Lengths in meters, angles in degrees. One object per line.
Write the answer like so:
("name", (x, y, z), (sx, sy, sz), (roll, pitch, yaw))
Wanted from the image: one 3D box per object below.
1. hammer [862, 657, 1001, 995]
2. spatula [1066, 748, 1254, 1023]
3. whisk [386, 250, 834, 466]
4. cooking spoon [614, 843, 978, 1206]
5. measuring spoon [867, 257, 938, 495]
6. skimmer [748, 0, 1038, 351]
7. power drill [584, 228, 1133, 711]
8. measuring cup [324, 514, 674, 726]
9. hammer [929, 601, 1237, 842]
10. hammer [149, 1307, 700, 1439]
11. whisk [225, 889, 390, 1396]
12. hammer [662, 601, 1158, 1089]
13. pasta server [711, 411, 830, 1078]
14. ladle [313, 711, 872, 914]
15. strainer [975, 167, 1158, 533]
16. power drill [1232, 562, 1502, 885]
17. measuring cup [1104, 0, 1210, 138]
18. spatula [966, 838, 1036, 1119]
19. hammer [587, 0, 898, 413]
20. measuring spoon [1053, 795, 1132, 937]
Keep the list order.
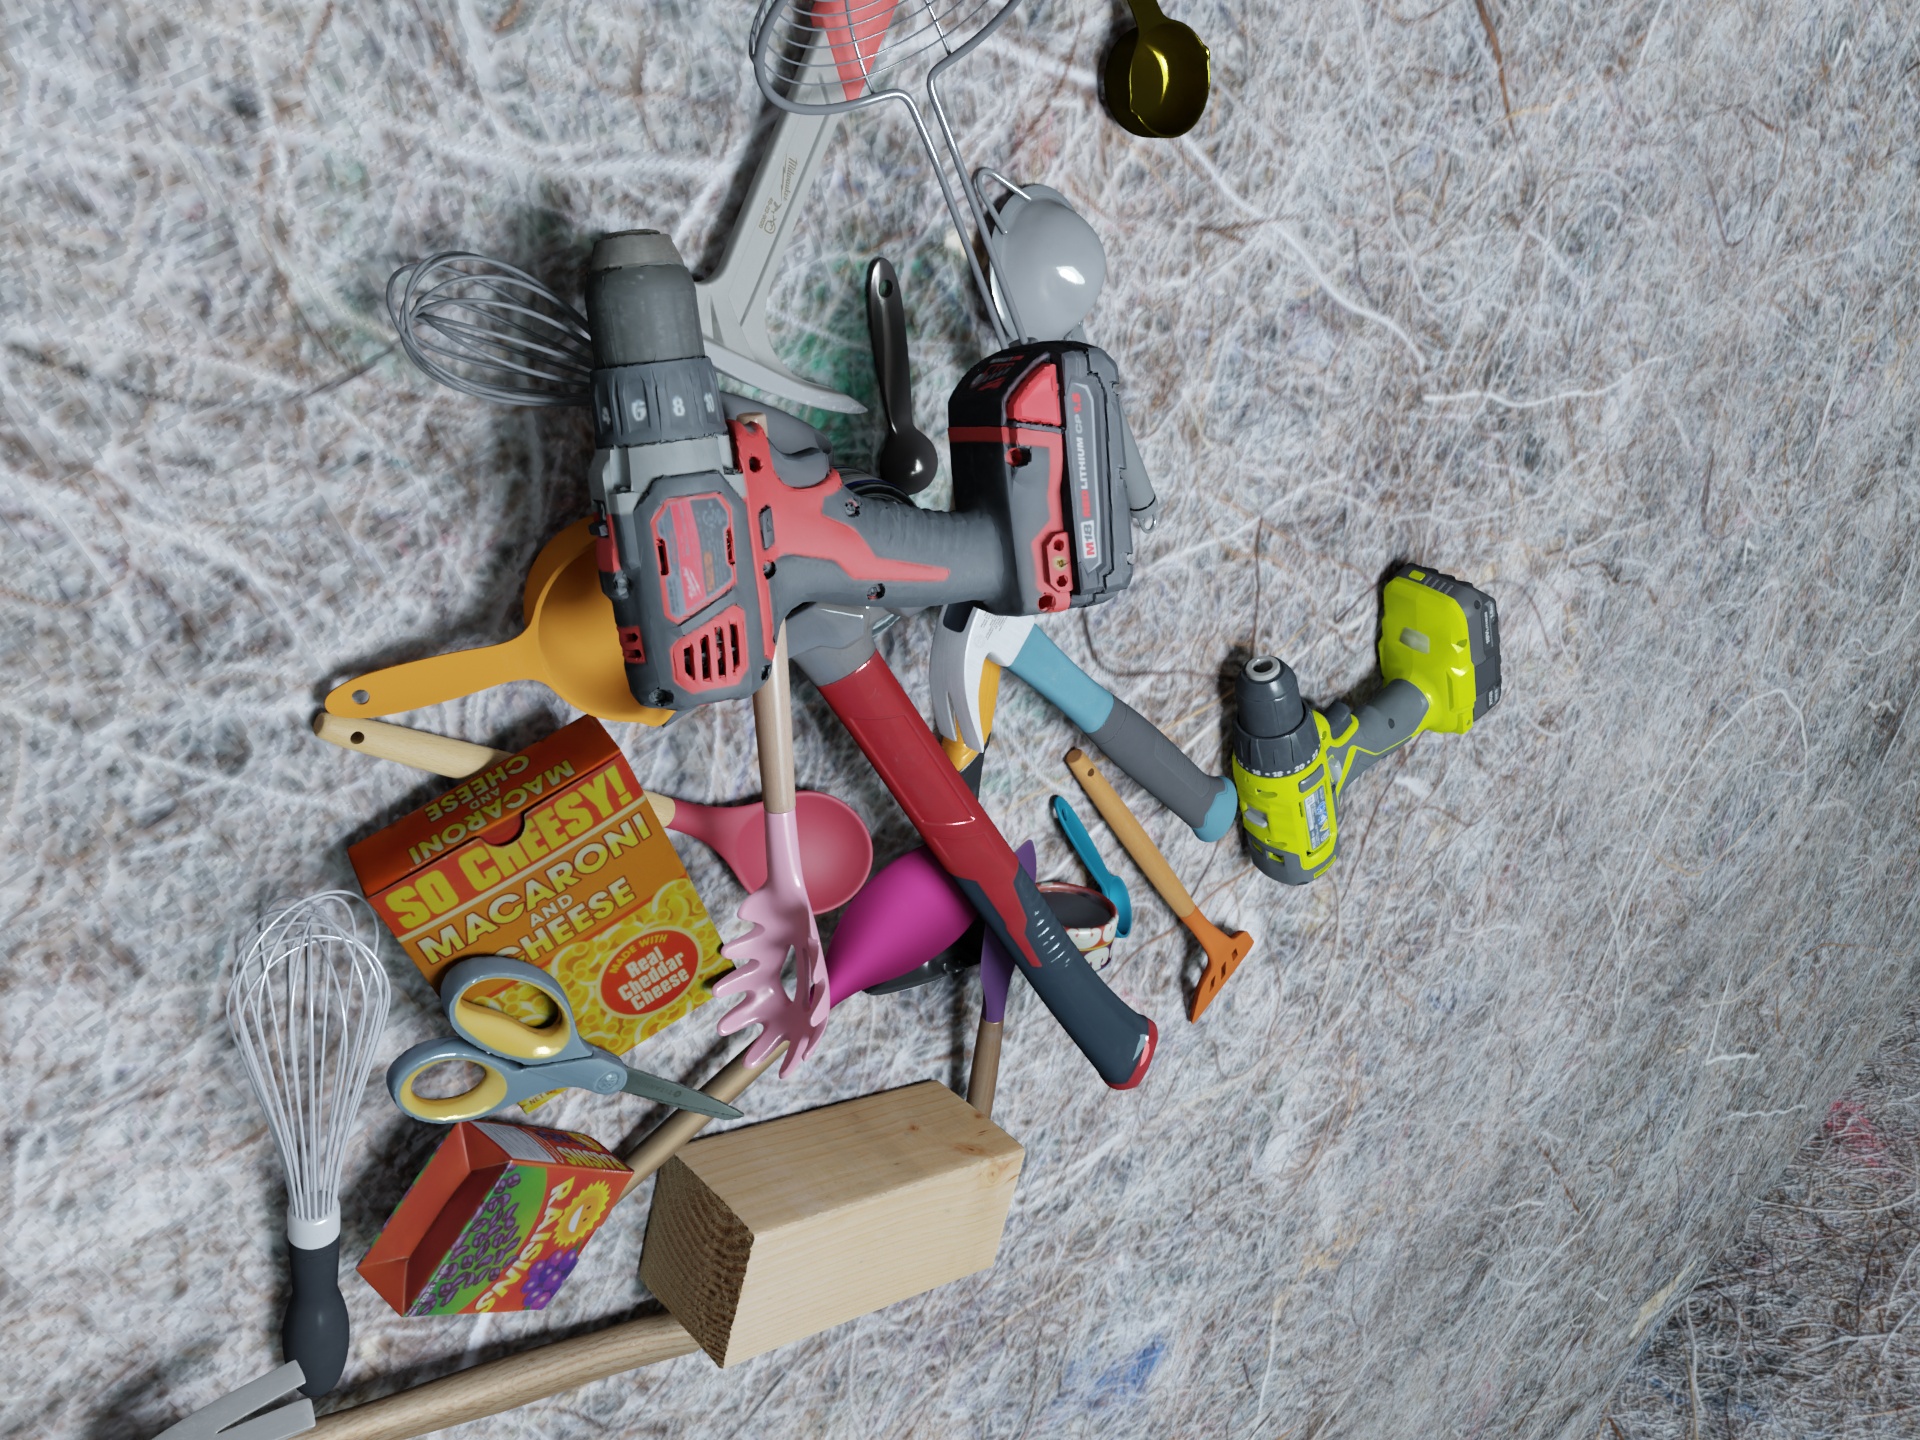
("hammer", (-0.001, -0.003, 0.897), (0.127, 0.034, 0.336), (-14, 120, -40))
("spatula", (0.140, 0.115, 1.107), (0.081, 0.041, 0.322), (-50, 132, -13))
("whisk", (-0.138, -0.144, 0.686), (0.238, 0.055, 0.055), (12, 102, -52))
("cooking spoon", (-0.106, 0.180, 0.872), (0.319, 0.017, 0.068), (-41, 120, -9))
("measuring spoon", (-0.029, -0.169, 0.794), (0.034, 0.018, 0.124), (-29, 128, -30))
("skimmer", (0.017, -0.200, 0.718), (0.127, 0.090, 0.362), (-27, 135, 0))
("power drill", (-0.047, -0.114, 0.669), (0.226, 0.080, 0.188), (-12, 104, -25))
("measuring cup", (-0.188, -0.038, 0.693), (0.173, 0.052, 0.095), (-16, 119, -15))
("hammer", (0.087, -0.001, 0.939), (0.330, 0.033, 0.128), (37, 81, -50))
("hammer", (-0.259, 0.345, 0.810), (0.331, 0.031, 0.130), (5, 134, -50))
("whisk", (-0.291, 0.199, 0.711), (0.070, 0.070, 0.284), (-12, 123, -40))
("hammer", (-0.002, 0.084, 0.854), (0.143, 0.038, 0.385), (-30, 124, 5))
("pasta server", (-0.090, 0.018, 0.736), (0.040, 0.060, 0.316), (-30, 124, -53))
("ladle", (-0.163, 0.041, 0.770), (0.315, 0.031, 0.069), (21, 93, -46))
("strainer", (0.073, -0.192, 0.868), (0.087, 0.050, 0.258), (-59, 143, -24))
("power drill", (0.283, -0.012, 1.138), (0.228, 0.080, 0.190), (-37, 133, -21))
("measuring cup", (0.079, -0.368, 0.797), (0.062, 0.029, 0.156), (-42, 122, -20))
("spatula", (0.019, 0.202, 1.001), (0.060, 0.018, 0.315), (-39, 145, -46))
("hammer", (-0.035, -0.319, 0.697), (0.149, 0.037, 0.359), (17, 99, -47))
("measuring spoon", (0.080, 0.096, 1.042), (0.128, 0.021, 0.042), (59, 31, -35))
